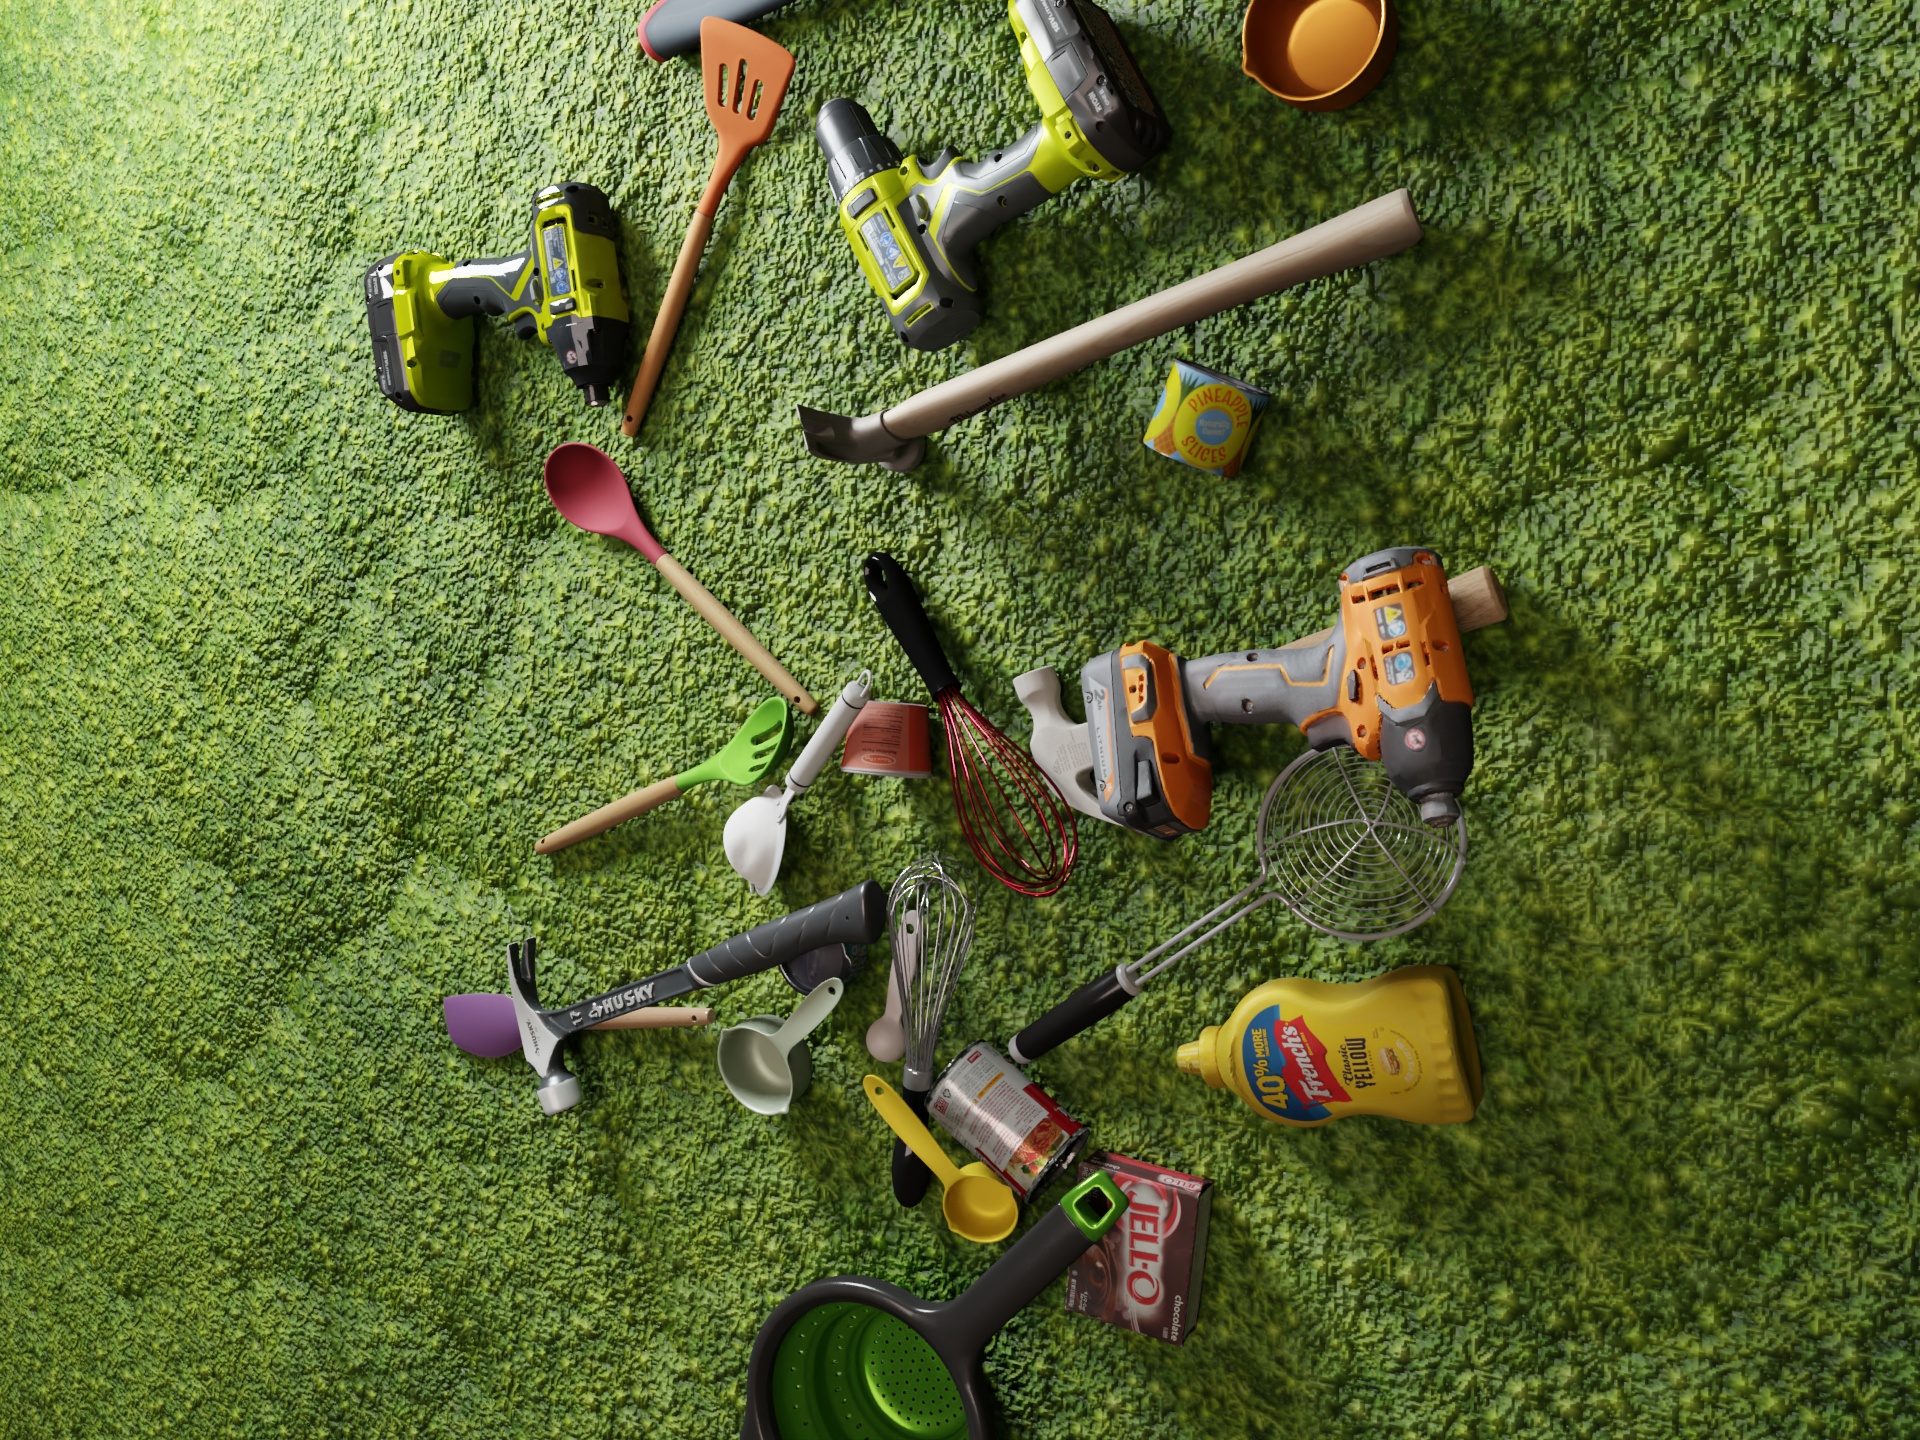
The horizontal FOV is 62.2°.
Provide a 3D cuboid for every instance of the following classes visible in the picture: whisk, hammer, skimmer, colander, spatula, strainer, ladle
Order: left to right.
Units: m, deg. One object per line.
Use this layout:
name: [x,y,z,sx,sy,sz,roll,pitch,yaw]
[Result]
spatula: [-0.336,0.261,1.376,0.316,0.018,0.060,-8,94,31]
ladle: [-0.221,-0.112,1.268,0.315,0.031,0.069,44,116,16]
hammer: [-0.217,0.199,1.260,0.409,0.036,0.149,-24,84,32]
spatula: [-0.209,-0.368,1.226,0.081,0.041,0.322,28,110,9]
strainer: [-0.126,0.048,1.187,0.258,0.050,0.087,-53,36,37]
hammer: [-0.075,-0.530,1.121,0.386,0.038,0.143,-8,76,32]
whisk: [-0.029,0.234,1.181,0.070,0.070,0.284,12,106,28]
whisk: [-0.002,-0.004,1.123,0.073,0.073,0.296,-41,63,26]
colander: [-0.002,0.450,1.166,0.205,0.094,0.397,48,112,17]
hammer: [0.089,-0.248,1.025,0.410,0.146,0.038,-18,86,25]
skimmer: [0.171,0.143,1.072,0.363,0.090,0.127,-42,69,37]
hammer: [0.193,-0.022,1.041,0.331,0.031,0.130,-22,84,29]

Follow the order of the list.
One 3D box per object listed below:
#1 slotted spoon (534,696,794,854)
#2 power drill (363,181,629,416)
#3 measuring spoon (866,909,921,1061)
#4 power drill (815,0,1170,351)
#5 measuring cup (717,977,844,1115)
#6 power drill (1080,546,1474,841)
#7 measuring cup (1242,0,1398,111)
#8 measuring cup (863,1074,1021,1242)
slotted spoon: [-0.244,0.057,1.296,0.314,0.031,0.070,-24,50,32]
power drill: [-0.375,-0.328,1.305,0.223,0.080,0.171,-6,92,27]
measuring spoon: [-0.050,0.203,1.209,0.034,0.018,0.124,18,103,27]
power drill: [0.009,-0.390,1.082,0.228,0.080,0.191,-31,79,31]
measuring cup: [-0.127,0.241,1.232,0.083,0.038,0.167,49,124,11]
power drill: [0.195,0.004,0.961,0.226,0.084,0.164,-18,67,28]
measuring cup: [0.207,-0.456,0.977,0.095,0.052,0.174,-26,80,29]
measuring cup: [-0.015,0.317,1.174,0.062,0.029,0.156,-41,90,21]
